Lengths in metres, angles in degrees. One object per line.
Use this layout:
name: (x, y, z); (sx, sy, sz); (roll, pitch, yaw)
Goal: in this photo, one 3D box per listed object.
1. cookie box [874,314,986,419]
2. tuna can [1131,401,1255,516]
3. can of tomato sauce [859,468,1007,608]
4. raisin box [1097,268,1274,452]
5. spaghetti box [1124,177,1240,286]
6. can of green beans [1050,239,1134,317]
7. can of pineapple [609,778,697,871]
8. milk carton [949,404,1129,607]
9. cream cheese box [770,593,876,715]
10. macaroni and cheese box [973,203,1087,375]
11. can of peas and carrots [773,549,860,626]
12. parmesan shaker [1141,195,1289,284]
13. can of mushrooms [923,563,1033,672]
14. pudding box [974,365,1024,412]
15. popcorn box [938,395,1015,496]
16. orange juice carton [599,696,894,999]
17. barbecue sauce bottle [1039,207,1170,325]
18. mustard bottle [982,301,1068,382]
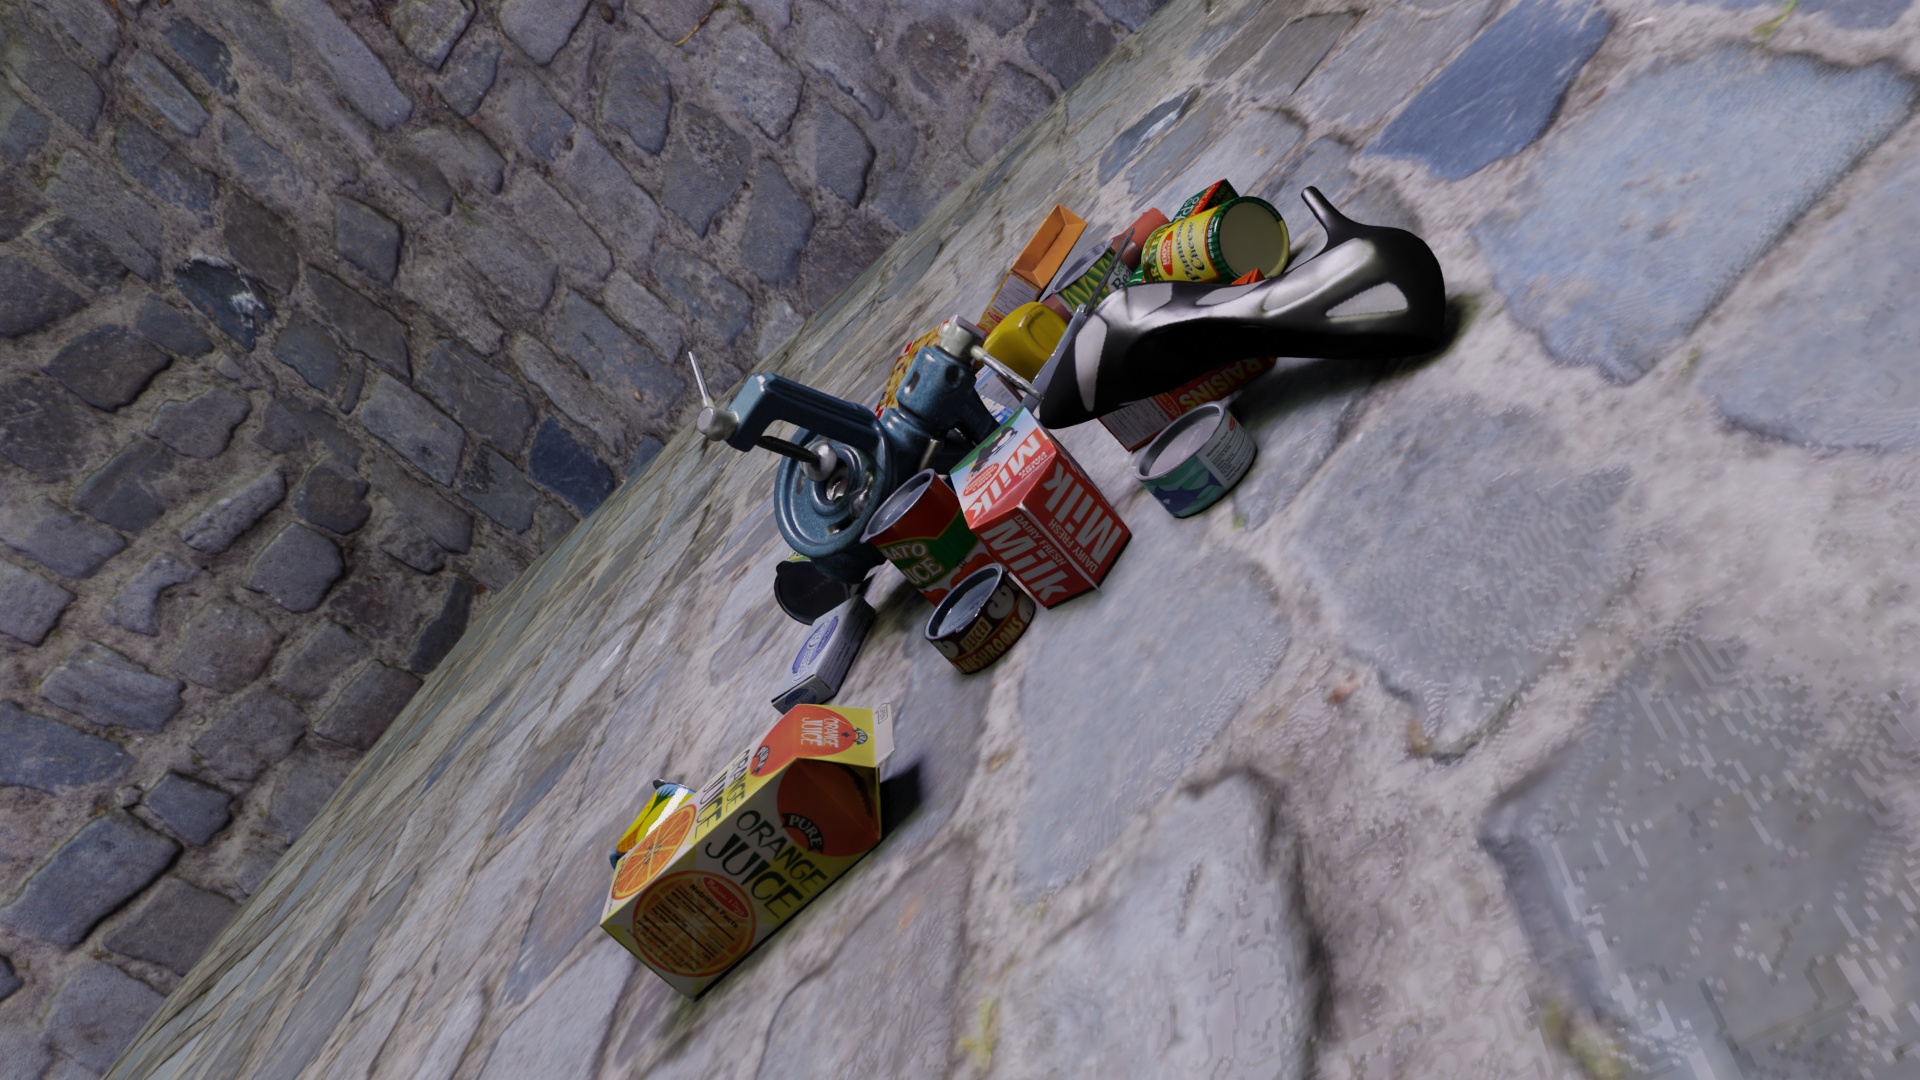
cookie box: (-0.045, -0.124, 1.344); (0.122, 0.040, 0.168); (-17, 48, 61)
tuna can: (0.136, -0.047, 0.815); (0.071, 0.033, 0.071); (-39, 17, 14)
can of tomato sauce: (-0.016, 0.004, 0.962); (0.071, 0.083, 0.071); (-40, 17, 15)
raisin box: (0.157, -0.123, 0.944); (0.123, 0.040, 0.086); (-31, 20, 35)
spaghetti box: (0.168, -0.222, 1.180); (0.050, 0.028, 0.251); (-21, 28, 53)
can of green beans: (0.124, -0.222, 1.234); (0.071, 0.057, 0.071); (-40, 16, 14)
can of pineapple: (-0.188, 0.201, 0.910); (0.070, 0.071, 0.058); (-24, 25, 50)
milk carton: (0.049, -0.021, 0.887); (0.073, 0.072, 0.191); (-42, 17, 7)
cream cheese box: (-0.104, 0.088, 1.067); (0.053, 0.024, 0.104); (-33, 19, 34)
macaroni and cheese box: (0.055, -0.239, 1.385); (0.124, 0.040, 0.165); (-58, 3, -40)
can of peas and carrots: (-0.118, 0.028, 1.167); (0.070, 0.071, 0.059); (-35, 18, 29)
parmesan shaker: (0.191, -0.219, 1.045); (0.071, 0.071, 0.103); (-49, 16, -16)
can of mushrooms: (0.012, 0.050, 0.871); (0.071, 0.033, 0.071); (-39, 17, 14)
pudding box: (0.012, -0.113, 1.243); (0.083, 0.049, 0.030); (-44, 15, 1)
popcorn box: (0.013, -0.074, 1.164); (0.085, 0.038, 0.127); (-45, 16, 1)
orange juice carton: (-0.110, 0.166, 0.802); (0.192, 0.073, 0.072); (-41, 16, 7)
barbecue sauce bottle: (0.136, -0.249, 1.298); (0.148, 0.043, 0.065); (-42, 10, 3)
mustard bottle: (0.053, -0.177, 1.287); (0.049, 0.065, 0.160); (-46, 11, -14)
